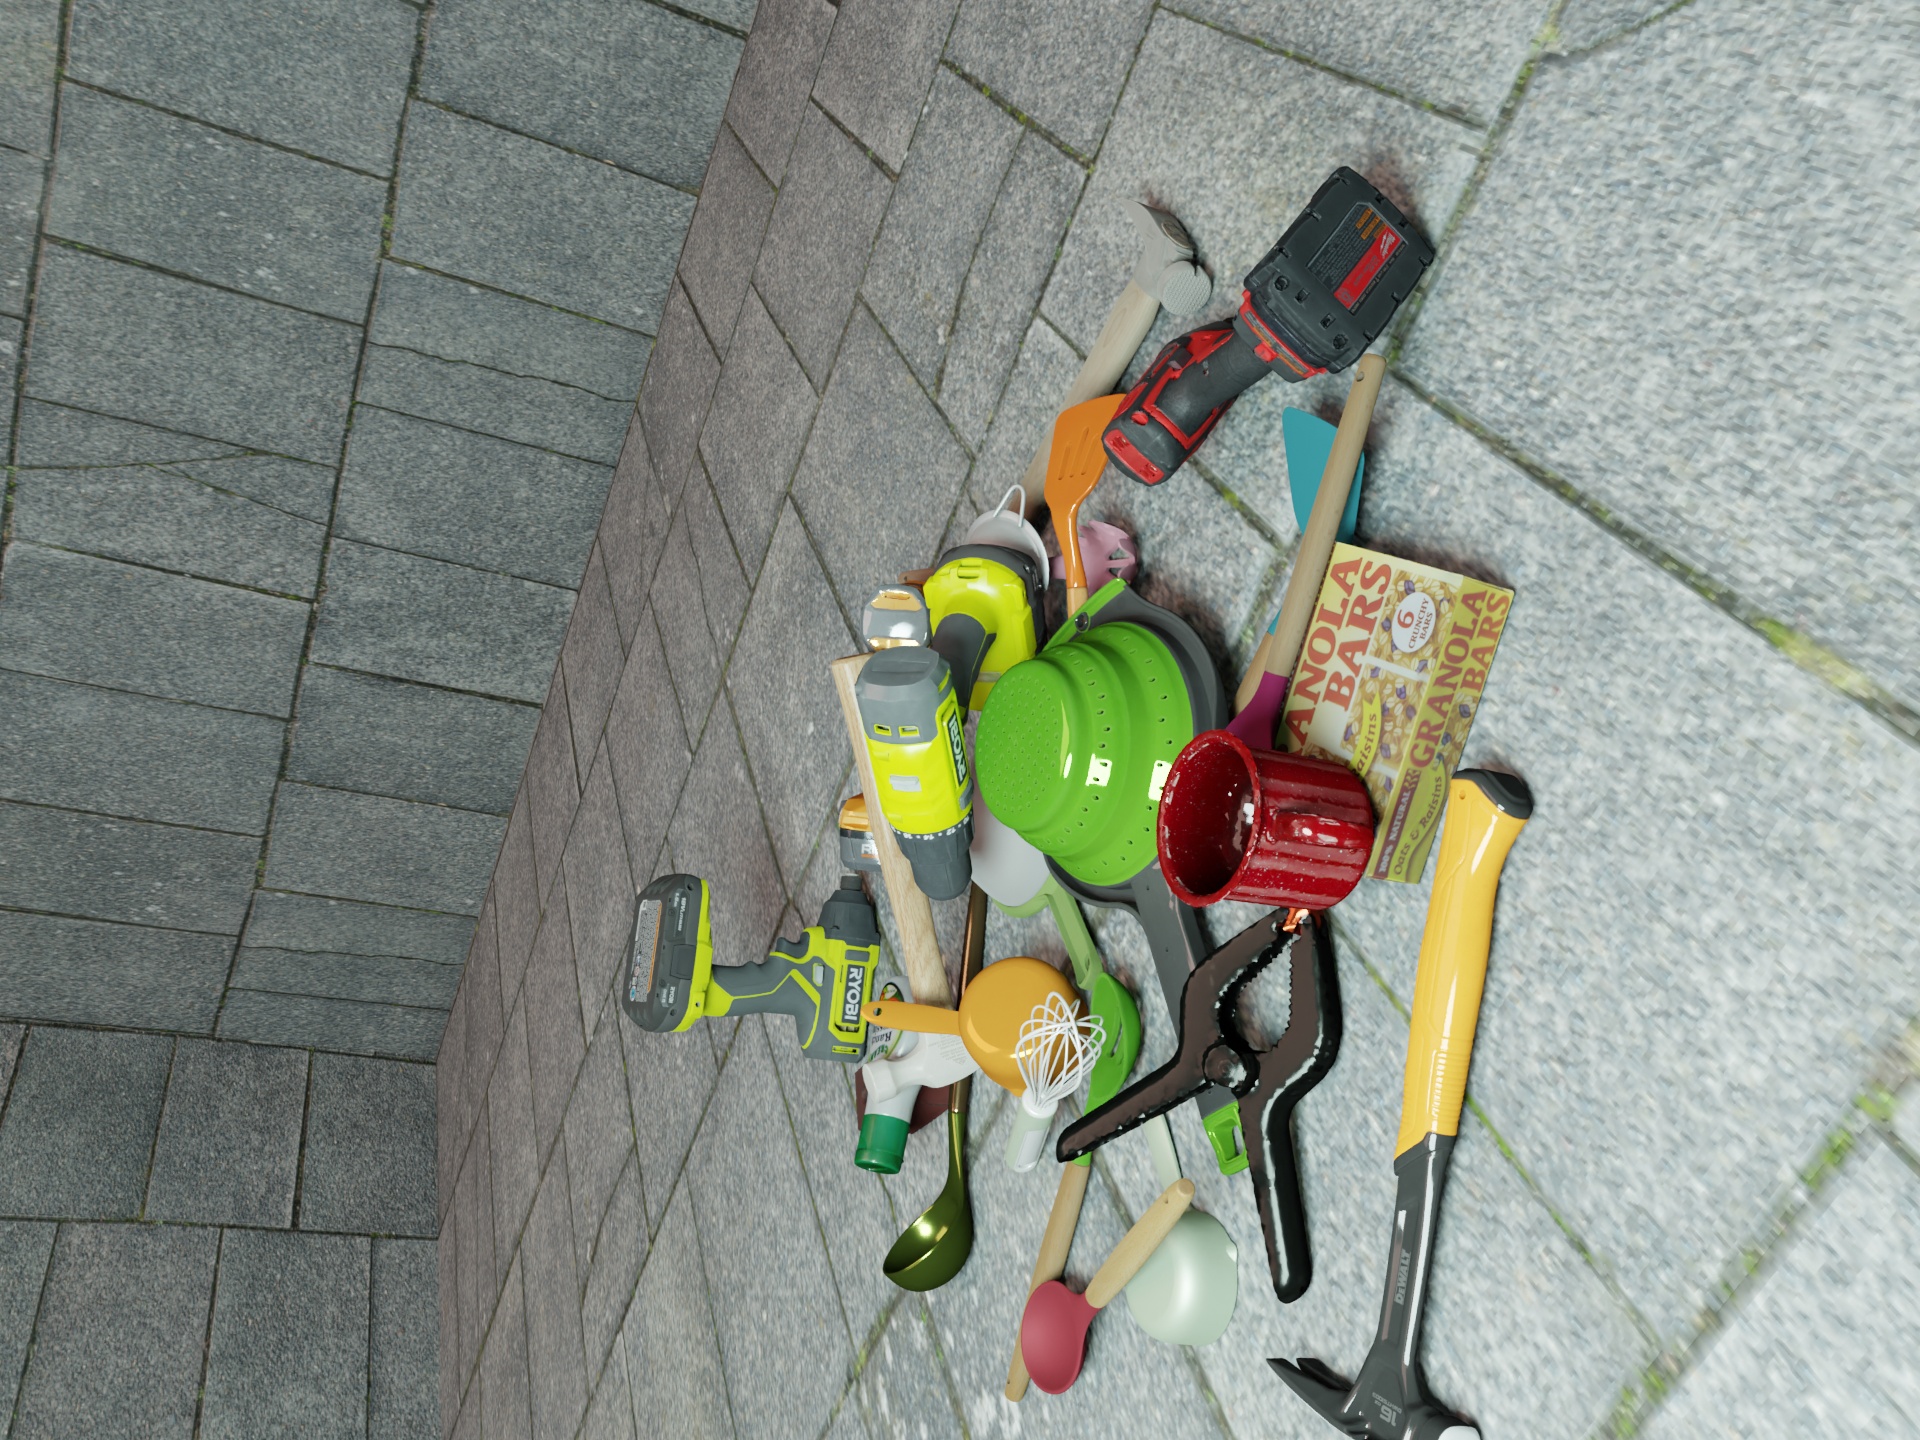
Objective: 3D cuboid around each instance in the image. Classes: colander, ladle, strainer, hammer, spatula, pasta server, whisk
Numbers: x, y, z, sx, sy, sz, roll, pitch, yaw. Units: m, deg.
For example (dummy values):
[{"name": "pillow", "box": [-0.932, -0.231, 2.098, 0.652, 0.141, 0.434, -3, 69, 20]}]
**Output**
[{"name": "colander", "box": [0.092, 0.089, 0.999, 0.204, 0.094, 0.397, -46, 48, 44]}, {"name": "ladle", "box": [-0.011, 0.278, 1.243, 0.078, 0.062, 0.320, 150, 130, -62]}, {"name": "strainer", "box": [0.042, 0.104, 1.187, 0.151, 0.069, 0.257, -64, 27, 28]}, {"name": "hammer", "box": [-0.041, 0.112, 1.194, 0.031, 0.130, 0.331, -175, 72, -70]}, {"name": "strainer", "box": [0.027, -0.059, 1.255, 0.087, 0.050, 0.258, 26, 129, 35]}, {"name": "spatula", "box": [0.093, -0.071, 1.145, 0.081, 0.041, 0.322, -2, 92, 54]}, {"name": "spatula", "box": [0.178, -0.032, 0.989, 0.082, 0.044, 0.317, 49, 125, 53]}, {"name": "hammer", "box": [0.075, -0.221, 1.300, 0.410, 0.038, 0.146, -61, 29, 34]}, {"name": "pasta server", "box": [0.037, -0.121, 1.276, 0.316, 0.040, 0.060, 3, 94, 54]}, {"name": "ladle", "box": [0.087, 0.335, 0.951, 0.315, 0.031, 0.069, 108, 154, -52]}, {"name": "hammer", "box": [0.230, 0.190, 0.794, 0.127, 0.034, 0.337, 5, 84, 64]}, {"name": "whisk", "box": [0.055, 0.249, 1.053, 0.246, 0.058, 0.059, 99, 156, -54]}]

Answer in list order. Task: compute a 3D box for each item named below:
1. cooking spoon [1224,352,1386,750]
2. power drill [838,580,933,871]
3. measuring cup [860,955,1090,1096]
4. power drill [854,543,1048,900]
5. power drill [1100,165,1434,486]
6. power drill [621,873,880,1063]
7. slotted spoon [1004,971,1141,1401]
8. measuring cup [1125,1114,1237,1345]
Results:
[{"name": "cooking spoon", "box": [0.189, -0.051, 0.908, 0.069, 0.017, 0.319, 30, 107, 57]}, {"name": "power drill", "box": [-0.042, -0.001, 1.296, 0.185, 0.084, 0.226, -29, -57, -81]}, {"name": "measuring cup", "box": [0.003, 0.206, 1.121, 0.052, 0.173, 0.095, 61, -143, -56]}, {"name": "power drill", "box": [-0.002, -0.004, 1.132, 0.229, 0.080, 0.190, -64, -30, -50]}, {"name": "power drill", "box": [0.184, -0.240, 0.997, 0.143, 0.078, 0.219, -52, 9, -26]}, {"name": "power drill", "box": [-0.178, 0.211, 1.425, 0.080, 0.223, 0.171, -13, 68, 55]}, {"name": "slotted spoon", "box": [0.074, 0.321, 1.078, 0.070, 0.031, 0.313, -136, 58, -70]}, {"name": "measuring cup", "box": [0.119, 0.297, 0.974, 0.083, 0.038, 0.168, -56, 35, 40]}]
